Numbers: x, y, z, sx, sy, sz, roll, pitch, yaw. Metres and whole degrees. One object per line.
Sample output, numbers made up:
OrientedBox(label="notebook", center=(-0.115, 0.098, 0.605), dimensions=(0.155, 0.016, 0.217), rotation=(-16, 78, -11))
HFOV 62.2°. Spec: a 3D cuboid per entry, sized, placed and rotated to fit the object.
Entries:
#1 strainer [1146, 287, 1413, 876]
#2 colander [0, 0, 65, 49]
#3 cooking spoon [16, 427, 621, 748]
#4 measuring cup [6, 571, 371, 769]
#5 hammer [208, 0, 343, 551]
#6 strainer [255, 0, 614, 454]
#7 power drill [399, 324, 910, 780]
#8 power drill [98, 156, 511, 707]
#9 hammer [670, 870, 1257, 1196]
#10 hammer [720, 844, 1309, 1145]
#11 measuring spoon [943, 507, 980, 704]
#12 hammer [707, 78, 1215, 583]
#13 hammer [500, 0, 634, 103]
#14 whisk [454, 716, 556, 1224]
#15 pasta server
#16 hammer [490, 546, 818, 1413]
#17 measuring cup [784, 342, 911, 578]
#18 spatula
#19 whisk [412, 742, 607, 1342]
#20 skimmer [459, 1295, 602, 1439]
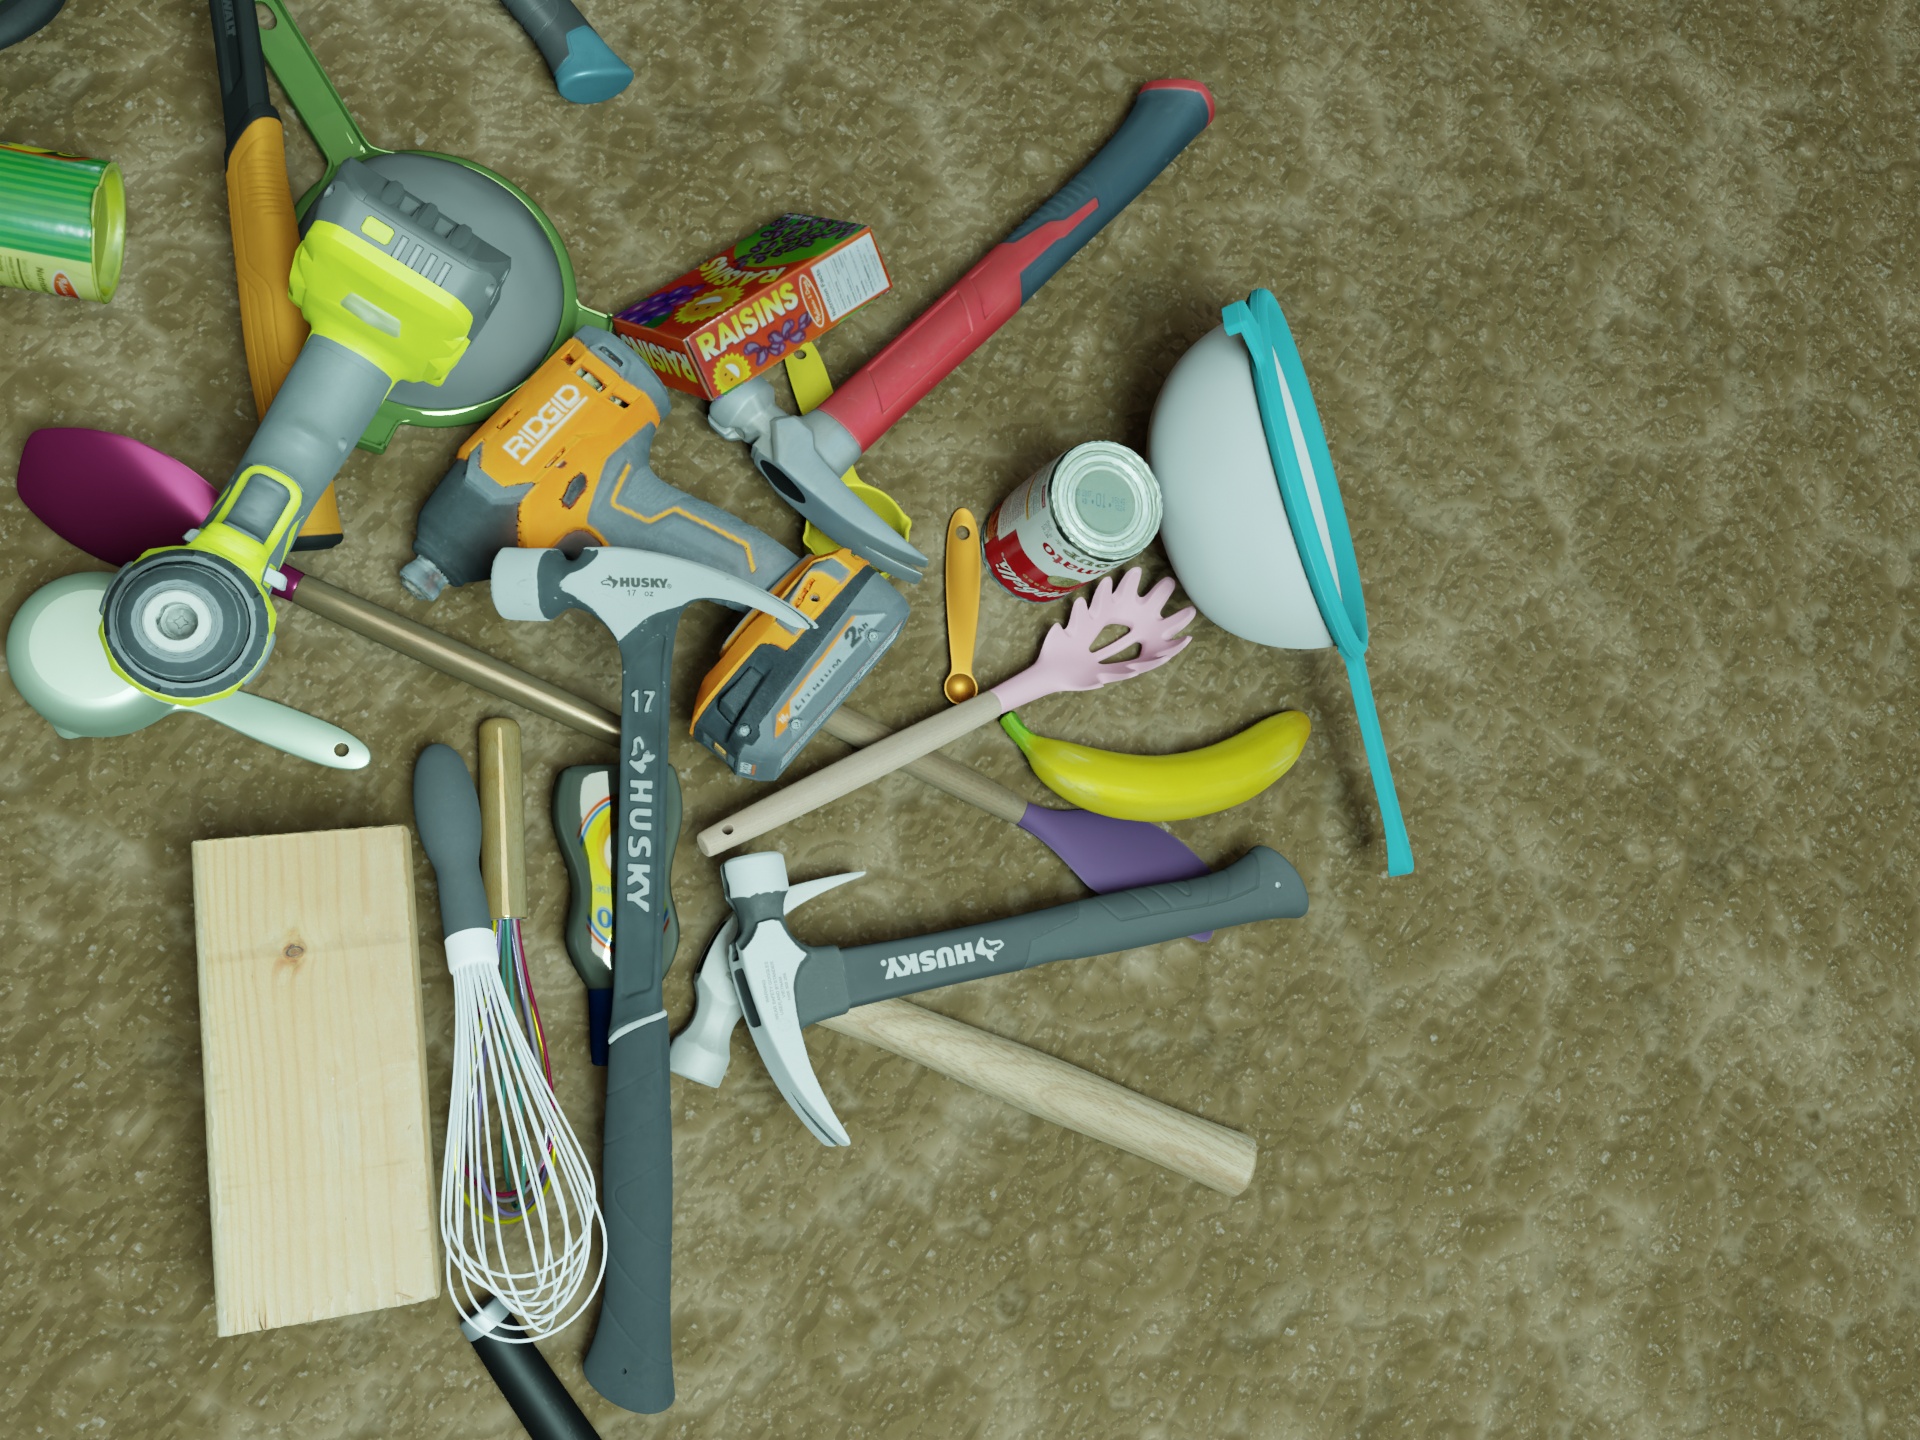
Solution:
OrientedBox(label="strainer", center=(0.176, -0.067, 0.907), dimensions=(0.095, 0.211, 0.340), rotation=(-13, 97, 19))
OrientedBox(label="colander", center=(-0.480, -0.408, 0.756), dimensions=(0.204, 0.094, 0.397), rotation=(40, 53, -14))
OrientedBox(label="cooking spoon", center=(-0.294, -0.053, 0.765), dimensions=(0.318, 0.017, 0.068), rotation=(25, 117, -12))
OrientedBox(label="measuring cup", center=(-0.360, -0.015, 0.749), dimensions=(0.167, 0.038, 0.083), rotation=(23, 74, -12))
OrientedBox(label="hammer", center=(-0.324, -0.249, 0.749), dimensions=(0.034, 0.127, 0.337), rotation=(-21, 109, -64))
OrientedBox(label="strainer", center=(-0.294, -0.274, 0.799), dimensions=(0.151, 0.069, 0.256), rotation=(-32, 94, -21))
OrientedBox(label="power drill", center=(-0.157, -0.072, 0.801), dimensions=(0.226, 0.084, 0.164), rotation=(40, 74, 1))
OrientedBox(label="power drill", center=(-0.278, -0.110, 0.660), dimensions=(0.080, 0.191, 0.228), rotation=(30, 80, -22))
OrientedBox(label="hammer", center=(0.016, 0.182, 0.856), dimensions=(0.331, 0.031, 0.130), rotation=(25, 74, -15))
OrientedBox(label="hammer", center=(0.045, 0.120, 0.843), dimensions=(0.334, 0.035, 0.146), rotation=(-8, 79, -26))
OrientedBox(label="measuring spoon", center=(0.000, -0.065, 0.903), dimensions=(0.021, 0.011, 0.117), rotation=(5, 76, -16))
OrientedBox(label="hammer", center=(0.038, -0.244, 0.912), dimensions=(0.143, 0.038, 0.386), rotation=(42, 66, 3))
OrientedBox(label="hammer", center=(-0.295, -0.466, 0.836), dimensions=(0.331, 0.033, 0.128), rotation=(51, 50, -10))
OrientedBox(label="whisk", center=(-0.224, 0.119, 0.776), dimensions=(0.047, 0.051, 0.245), rotation=(-2, 79, -14))
OrientedBox(label="pasta server", center=(-0.001, -0.003, 0.860), dimensions=(0.316, 0.040, 0.060), rotation=(-26, 73, -28))
OrientedBox(label="hammer", center=(-0.146, 0.124, 0.747), dimensions=(0.149, 0.036, 0.409), rotation=(2, 95, 7))
OrientedBox(label="measuring cup", center=(-0.073, -0.144, 0.886), dimensions=(0.062, 0.029, 0.157), rotation=(-13, 74, -18))
OrientedBox(label="spatula", center=(0.012, 0.038, 0.884), dimensions=(0.315, 0.018, 0.060), rotation=(27, 55, -13))
OrientedBox(label="whisk", center=(-0.218, 0.136, 0.723), dimensions=(0.070, 0.070, 0.285), rotation=(-9, 64, -21))
OrientedBox(label="skimmer", center=(-0.107, 0.416, 0.743), dimensions=(0.363, 0.090, 0.127), rotation=(56, 37, -1))
